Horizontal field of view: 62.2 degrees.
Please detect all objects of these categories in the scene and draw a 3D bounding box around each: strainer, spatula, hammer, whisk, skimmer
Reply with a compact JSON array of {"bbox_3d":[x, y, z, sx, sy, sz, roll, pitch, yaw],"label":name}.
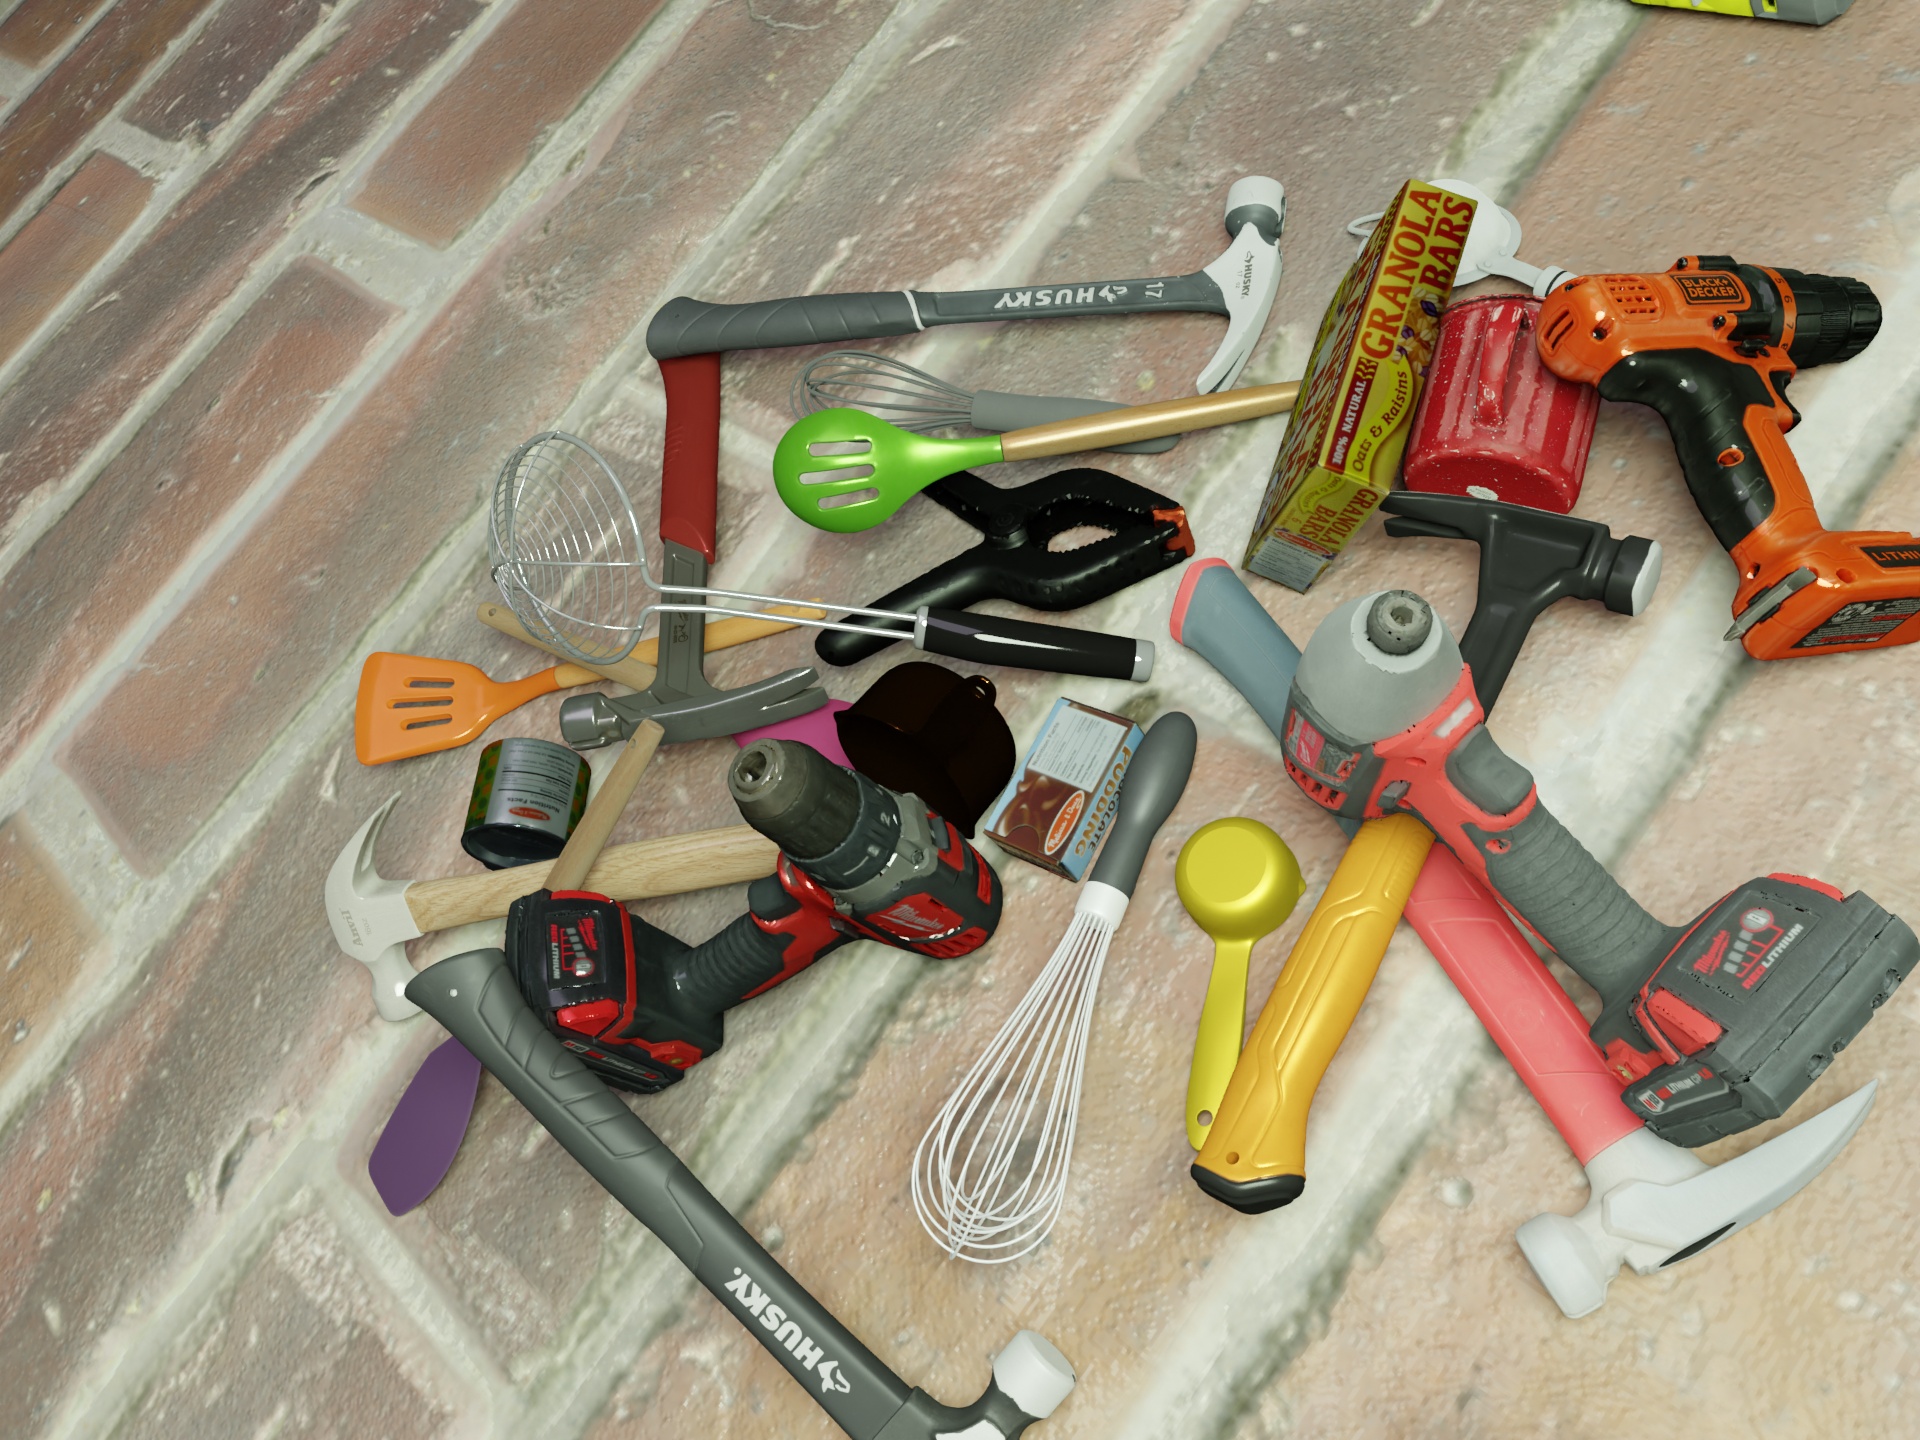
[{"bbox_3d":[0.301,-0.231,0.826,0.087,0.050,0.259,-38,54,-16],"label":"strainer"},{"bbox_3d":[-0.237,0.134,0.848,0.060,0.018,0.316,40,104,36],"label":"spatula"},{"bbox_3d":[-0.233,-0.035,0.987,0.322,0.041,0.081,-13,64,19],"label":"spatula"},{"bbox_3d":[-0.197,0.083,0.871,0.331,0.130,0.031,-11,23,13],"label":"hammer"},{"bbox_3d":[-0.121,0.223,0.692,0.335,0.035,0.146,41,90,12],"label":"hammer"},{"bbox_3d":[-0.011,-0.248,0.975,0.409,0.036,0.149,1,65,21],"label":"hammer"},{"bbox_3d":[0.011,-0.179,0.925,0.239,0.055,0.055,11,67,18],"label":"whisk"},{"bbox_3d":[-0.078,-0.071,0.849,0.363,0.127,0.090,8,29,0],"label":"skimmer"},{"bbox_3d":[0.212,0.052,0.704,0.143,0.038,0.387,-33,52,5],"label":"hammer"},{"bbox_3d":[0.054,0.116,0.743,0.070,0.070,0.285,11,63,32],"label":"whisk"},{"bbox_3d":[0.177,0.047,0.678,0.127,0.034,0.337,19,70,32],"label":"hammer"},{"bbox_3d":[-0.160,-0.135,0.988,0.149,0.036,0.359,-11,50,7],"label":"hammer"}]

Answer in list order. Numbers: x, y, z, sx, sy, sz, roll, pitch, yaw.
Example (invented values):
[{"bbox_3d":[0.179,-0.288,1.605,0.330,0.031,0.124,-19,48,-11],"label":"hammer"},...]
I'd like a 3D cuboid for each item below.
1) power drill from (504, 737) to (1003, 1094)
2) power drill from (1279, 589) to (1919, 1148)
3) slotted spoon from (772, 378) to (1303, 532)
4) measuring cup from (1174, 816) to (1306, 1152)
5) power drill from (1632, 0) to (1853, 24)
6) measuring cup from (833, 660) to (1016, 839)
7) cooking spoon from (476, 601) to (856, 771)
[{"bbox_3d":[-0.112,0.091,0.760,0.226,0.187,0.080,-25,55,18],"label":"power drill"},{"bbox_3d":[0.209,0.042,0.571,0.078,0.143,0.220,-42,70,-11],"label":"power drill"},{"bbox_3d":[0.048,-0.156,0.875,0.314,0.070,0.031,-9,15,5],"label":"slotted spoon"},{"bbox_3d":[0.117,0.115,0.720,0.062,0.029,0.157,-1,60,27],"label":"measuring cup"},{"bbox_3d":[0.439,-0.493,0.884,0.191,0.080,0.228,29,81,36],"label":"power drill"},{"bbox_3d":[-0.001,-0.002,0.776,0.095,0.173,0.052,42,63,0],"label":"measuring cup"},{"bbox_3d":[-0.168,-0.017,0.934,0.319,0.017,0.069,21,73,26],"label":"cooking spoon"}]
